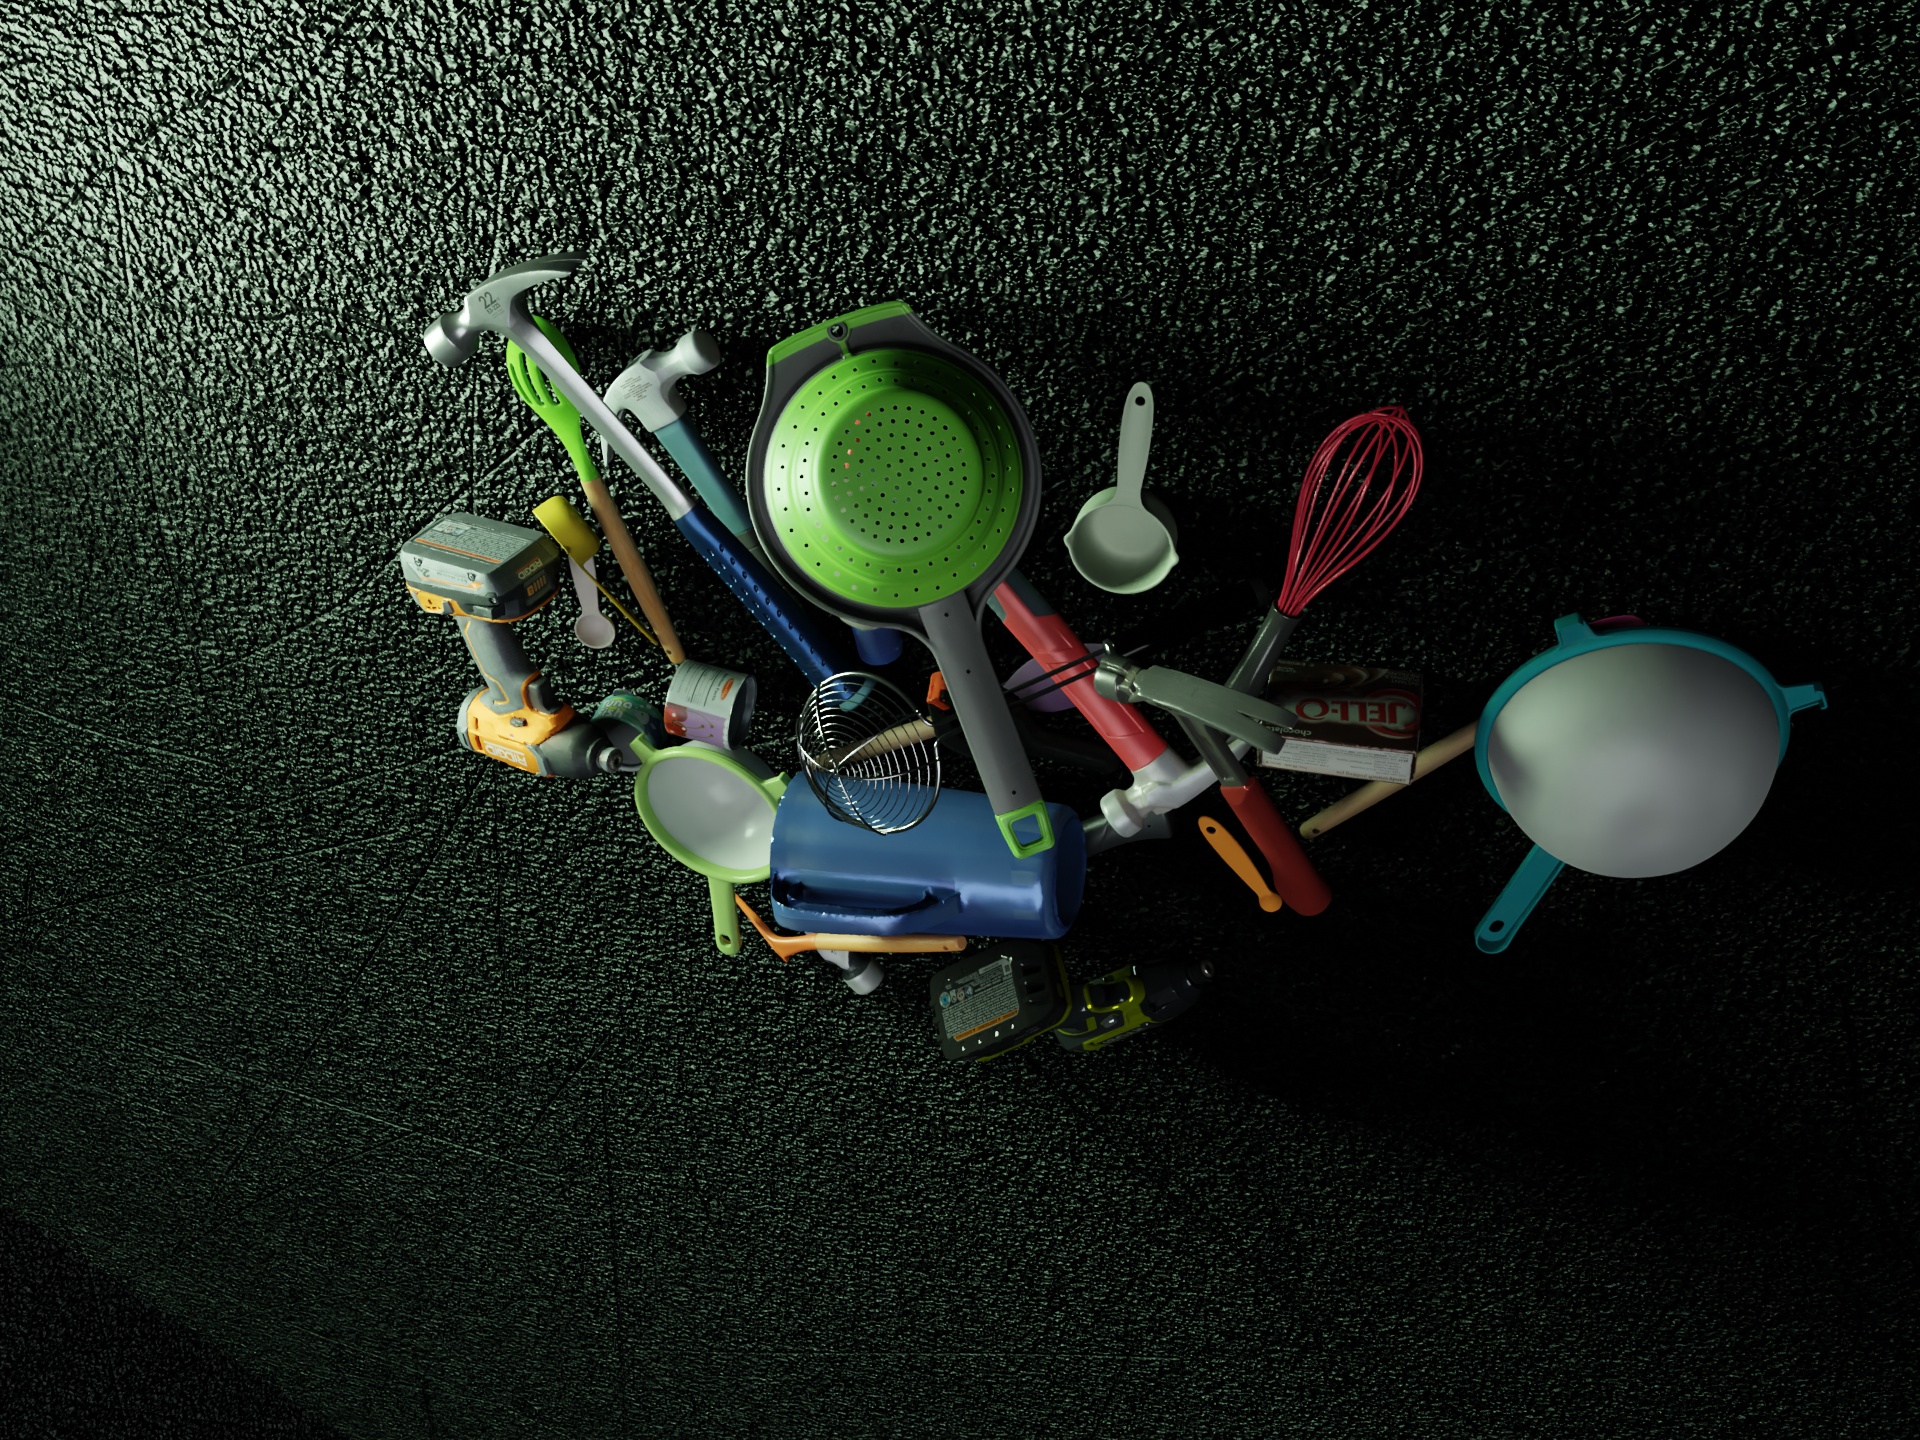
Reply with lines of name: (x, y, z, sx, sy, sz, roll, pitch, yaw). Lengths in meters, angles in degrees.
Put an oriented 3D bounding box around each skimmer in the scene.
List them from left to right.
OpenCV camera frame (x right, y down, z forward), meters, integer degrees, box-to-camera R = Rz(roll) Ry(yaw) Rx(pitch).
skimmer: (0.051, -0.027, 1.176, 0.363, 0.090, 0.127, -23, 96, -1)

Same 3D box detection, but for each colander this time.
colander: (-0.014, -0.086, 1.071, 0.204, 0.094, 0.397, -21, 97, -2)

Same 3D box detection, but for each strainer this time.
strainer: (-0.206, 0.106, 1.431, 0.151, 0.069, 0.256, 14, 133, 14)
strainer: (0.460, 0.087, 1.159, 0.211, 0.095, 0.340, 16, 132, -2)

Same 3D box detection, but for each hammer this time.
hammer: (-0.208, -0.166, 1.182, 0.144, 0.035, 0.405, -26, 117, 32)
hammer: (-0.160, -0.139, 1.236, 0.128, 0.033, 0.330, -17, 122, 29)
hammer: (0.015, 0.136, 1.407, 0.409, 0.036, 0.149, -24, 117, 33)
hammer: (0.063, -0.087, 1.189, 0.143, 0.038, 0.386, -37, 107, 16)
hammer: (0.224, 0.065, 1.175, 0.149, 0.037, 0.358, 22, 164, 37)

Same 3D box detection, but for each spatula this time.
spatula: (-0.105, 0.191, 1.422, 0.323, 0.041, 0.081, -7, 125, 46)
spatula: (-0.002, -0.004, 1.304, 0.316, 0.018, 0.059, -19, 125, 30)

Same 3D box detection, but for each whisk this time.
whisk: (0.237, -0.092, 1.105, 0.073, 0.073, 0.295, 23, 128, 0)

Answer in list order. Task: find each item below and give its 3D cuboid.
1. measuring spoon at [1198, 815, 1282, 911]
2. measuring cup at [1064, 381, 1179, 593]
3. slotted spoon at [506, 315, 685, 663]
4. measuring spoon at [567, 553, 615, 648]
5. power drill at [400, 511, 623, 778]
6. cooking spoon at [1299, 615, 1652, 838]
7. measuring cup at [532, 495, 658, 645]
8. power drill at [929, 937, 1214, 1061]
measuring spoon: (0.234, 0.122, 1.333, 0.021, 0.011, 0.116, -25, 117, 34)
measuring cup: (0.120, -0.167, 1.114, 0.083, 0.038, 0.167, 11, 129, 10)
slotted spoon: (-0.280, -0.170, 1.255, 0.070, 0.031, 0.313, 6, 133, 31)
measuring spoon: (-0.309, -0.117, 1.322, 0.034, 0.018, 0.124, 0, 123, 3)
power drill: (-0.365, -0.049, 1.327, 0.164, 0.084, 0.226, 16, 132, 27)
cooking spoon: (0.376, 0.013, 1.189, 0.068, 0.017, 0.319, 36, 131, -19)
measuring cup: (-0.285, -0.120, 1.286, 0.029, 0.062, 0.156, -42, 127, -5)
power drill: (0.099, 0.239, 1.372, 0.223, 0.080, 0.171, 9, 149, -44)
